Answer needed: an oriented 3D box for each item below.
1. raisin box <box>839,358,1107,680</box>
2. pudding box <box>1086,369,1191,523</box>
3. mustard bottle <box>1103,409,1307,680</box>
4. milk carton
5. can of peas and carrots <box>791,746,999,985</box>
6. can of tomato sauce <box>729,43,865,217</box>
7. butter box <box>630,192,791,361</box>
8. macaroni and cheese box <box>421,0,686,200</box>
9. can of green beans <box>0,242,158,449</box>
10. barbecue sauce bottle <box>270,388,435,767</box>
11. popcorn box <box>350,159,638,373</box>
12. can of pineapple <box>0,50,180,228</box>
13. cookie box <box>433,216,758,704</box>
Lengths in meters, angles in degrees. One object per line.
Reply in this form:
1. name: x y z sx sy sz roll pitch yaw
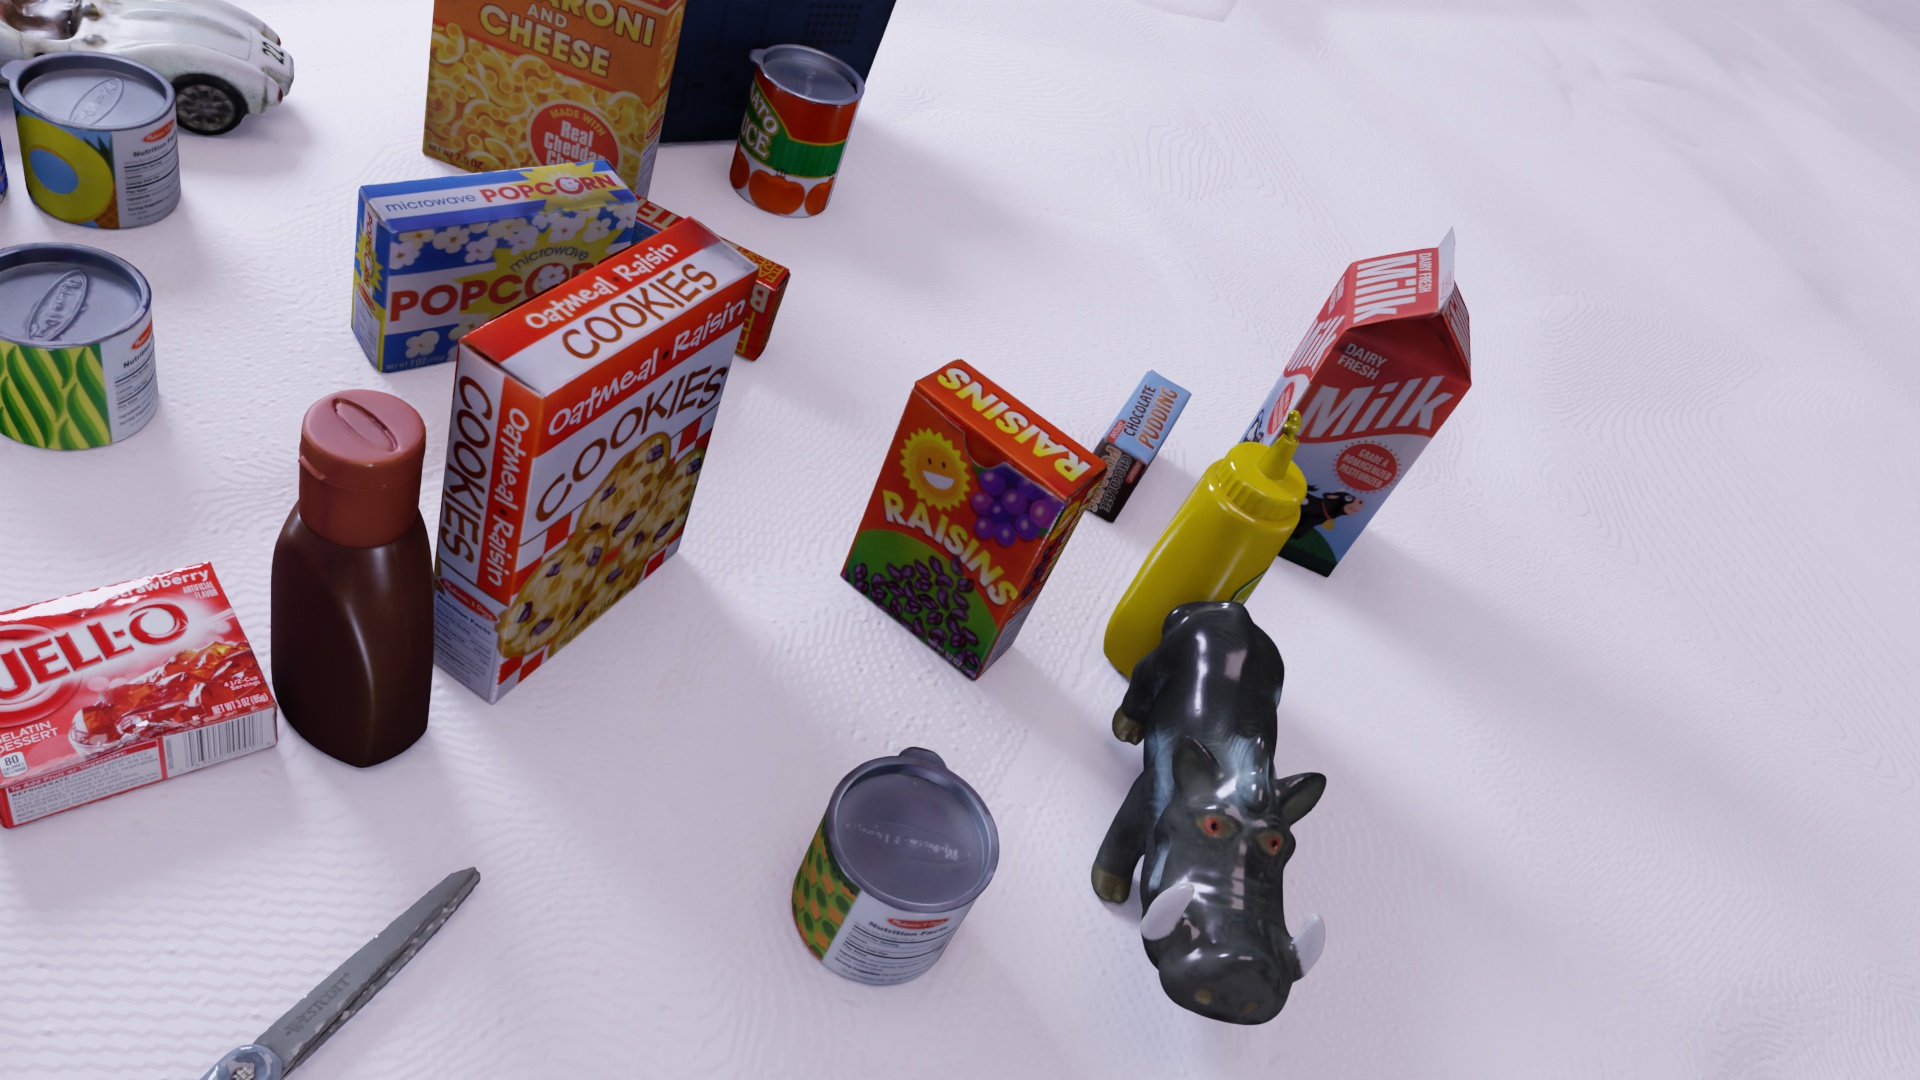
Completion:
1. raisin box: 0.002 -0.008 0.626 0.086 0.122 0.040 38 43 14
2. pudding box: 0.095 -0.054 0.774 0.030 0.049 0.084 31 42 6
3. mustard bottle: 0.120 0.003 0.644 0.049 0.159 0.065 40 43 16
4. milk carton: 0.214 -0.077 0.749 0.073 0.189 0.073 24 41 -2
5. can of peas and carrots: -0.026 0.123 0.526 0.071 0.058 0.071 14 43 -13
6. can of tomato sauce: -0.104 -0.252 0.858 0.071 0.082 0.071 14 43 -13
7. butter box: -0.146 -0.142 0.746 0.103 0.052 0.024 26 41 1
8. macaroni and cheese box: -0.220 -0.267 0.753 0.124 0.165 0.040 20 42 -6
9. can of green beans: -0.369 -0.079 0.571 0.071 0.057 0.071 14 43 -13
10. barbecue sauce bottle: -0.210 0.014 0.482 0.065 0.147 0.044 39 43 15
11. popcorn box: -0.226 -0.135 0.676 0.127 0.084 0.038 -20 58 -39
12. can of pineapple: -0.414 -0.192 0.665 0.071 0.057 0.071 14 43 -13
13. cookie box: -0.147 -0.031 0.545 0.040 0.166 0.123 33 42 9
